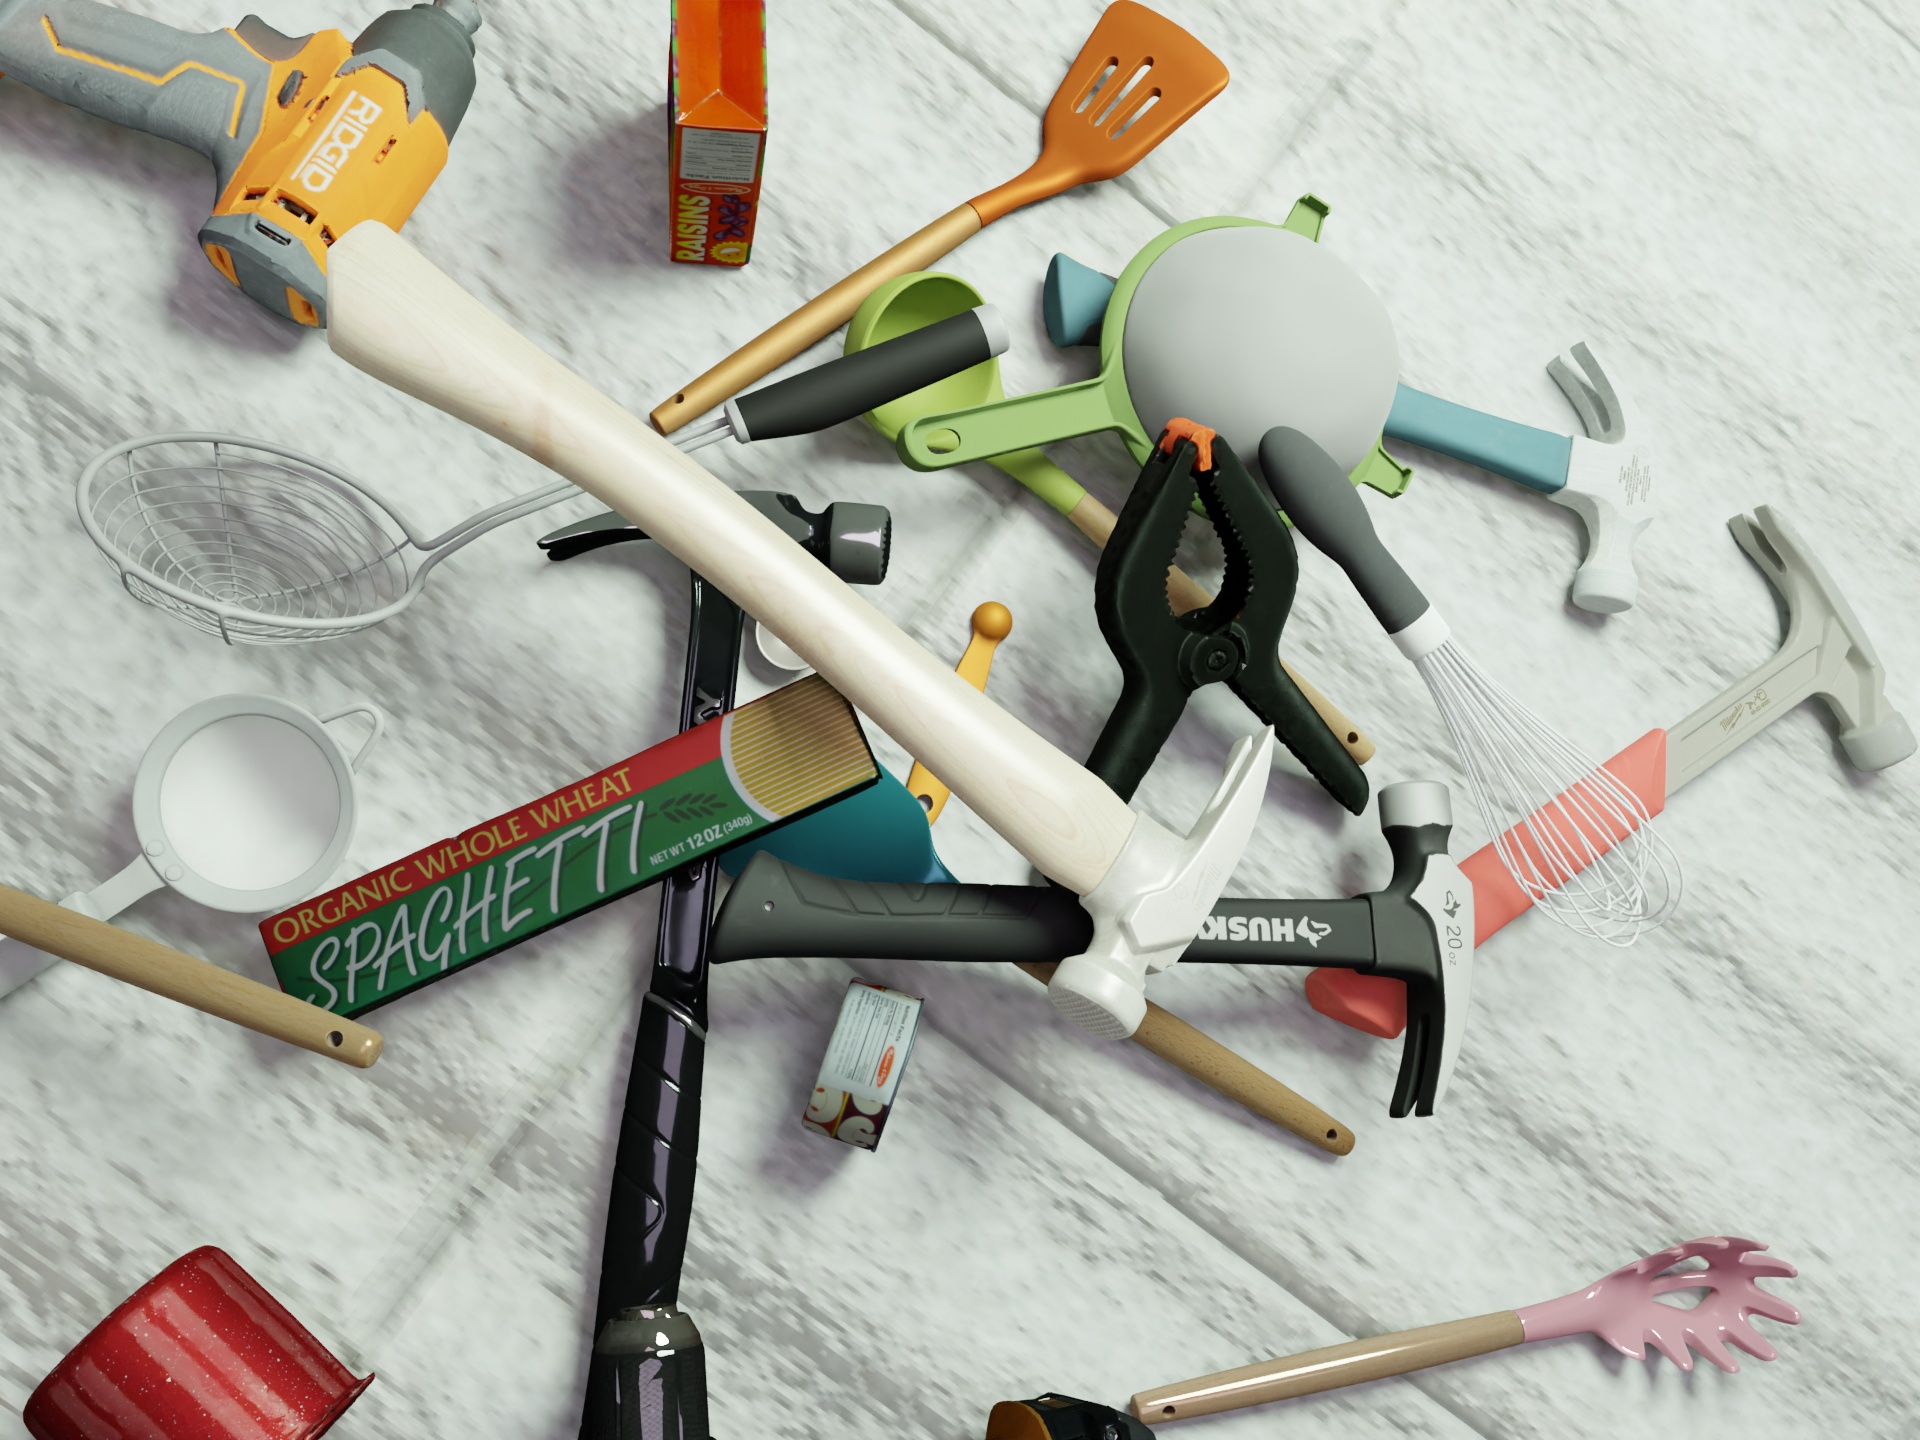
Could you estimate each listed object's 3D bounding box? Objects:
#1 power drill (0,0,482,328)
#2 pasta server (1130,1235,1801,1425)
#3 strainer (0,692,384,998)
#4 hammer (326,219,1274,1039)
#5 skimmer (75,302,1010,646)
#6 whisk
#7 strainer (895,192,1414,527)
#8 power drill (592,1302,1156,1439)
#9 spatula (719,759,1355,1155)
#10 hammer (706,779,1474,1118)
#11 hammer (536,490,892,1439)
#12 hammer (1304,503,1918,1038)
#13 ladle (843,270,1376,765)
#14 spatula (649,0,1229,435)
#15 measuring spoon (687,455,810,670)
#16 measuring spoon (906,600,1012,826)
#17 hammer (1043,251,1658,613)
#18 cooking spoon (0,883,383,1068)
[{"bbox_3d":[-0.324,-0.290,0.668,0.226,0.084,0.164,31,74,-10],"label":"power drill"},{"bbox_3d":[0.229,0.281,0.714,0.316,0.040,0.060,-6,92,-13],"label":"pasta server"},{"bbox_3d":[-0.335,0.071,0.619,0.258,0.050,0.087,-35,92,-11],"label":"strainer"},{"bbox_3d":[-0.059,-0.054,0.615,0.410,0.038,0.146,38,66,-8],"label":"hammer"},{"bbox_3d":[-0.155,-0.122,0.642,0.363,0.090,0.127,-22,46,-6],"label":"skimmer"},{"bbox_3d":[0.220,-0.014,0.695,0.070,0.070,0.284,-41,99,-17],"label":"whisk"},{"bbox_3d":[0.097,-0.152,0.698,0.256,0.069,0.151,-17,89,-22],"label":"strainer"},{"bbox_3d":[-0.037,0.311,0.607,0.226,0.084,0.185,1,74,-22],"label":"power drill"},{"bbox_3d":[0.046,0.111,0.709,0.317,0.044,0.082,33,82,-11],"label":"spatula"},{"bbox_3d":[0.063,0.091,0.663,0.334,0.035,0.146,4,74,-16],"label":"hammer"},{"bbox_3d":[-0.121,0.101,0.659,0.149,0.036,0.409,5,81,0],"label":"hammer"},{"bbox_3d":[0.311,0.035,0.779,0.359,0.036,0.149,-30,88,-17],"label":"hammer"},{"bbox_3d":[0.077,-0.085,0.737,0.320,0.062,0.078,40,83,-6],"label":"ladle"},{"bbox_3d":[-0.014,-0.232,0.749,0.322,0.041,0.081,-38,66,-15],"label":"spatula"},{"bbox_3d":[-0.100,-0.074,0.716,0.034,0.018,0.124,-36,83,-7],"label":"measuring spoon"},{"bbox_3d":[-0.001,-0.002,0.724,0.021,0.011,0.117,23,76,-8],"label":"measuring spoon"},{"bbox_3d":[0.196,-0.159,0.789,0.331,0.033,0.128,16,77,-10],"label":"hammer"},{"bbox_3d":[-0.362,0.068,0.591,0.319,0.017,0.069,19,78,5],"label":"cooking spoon"}]
